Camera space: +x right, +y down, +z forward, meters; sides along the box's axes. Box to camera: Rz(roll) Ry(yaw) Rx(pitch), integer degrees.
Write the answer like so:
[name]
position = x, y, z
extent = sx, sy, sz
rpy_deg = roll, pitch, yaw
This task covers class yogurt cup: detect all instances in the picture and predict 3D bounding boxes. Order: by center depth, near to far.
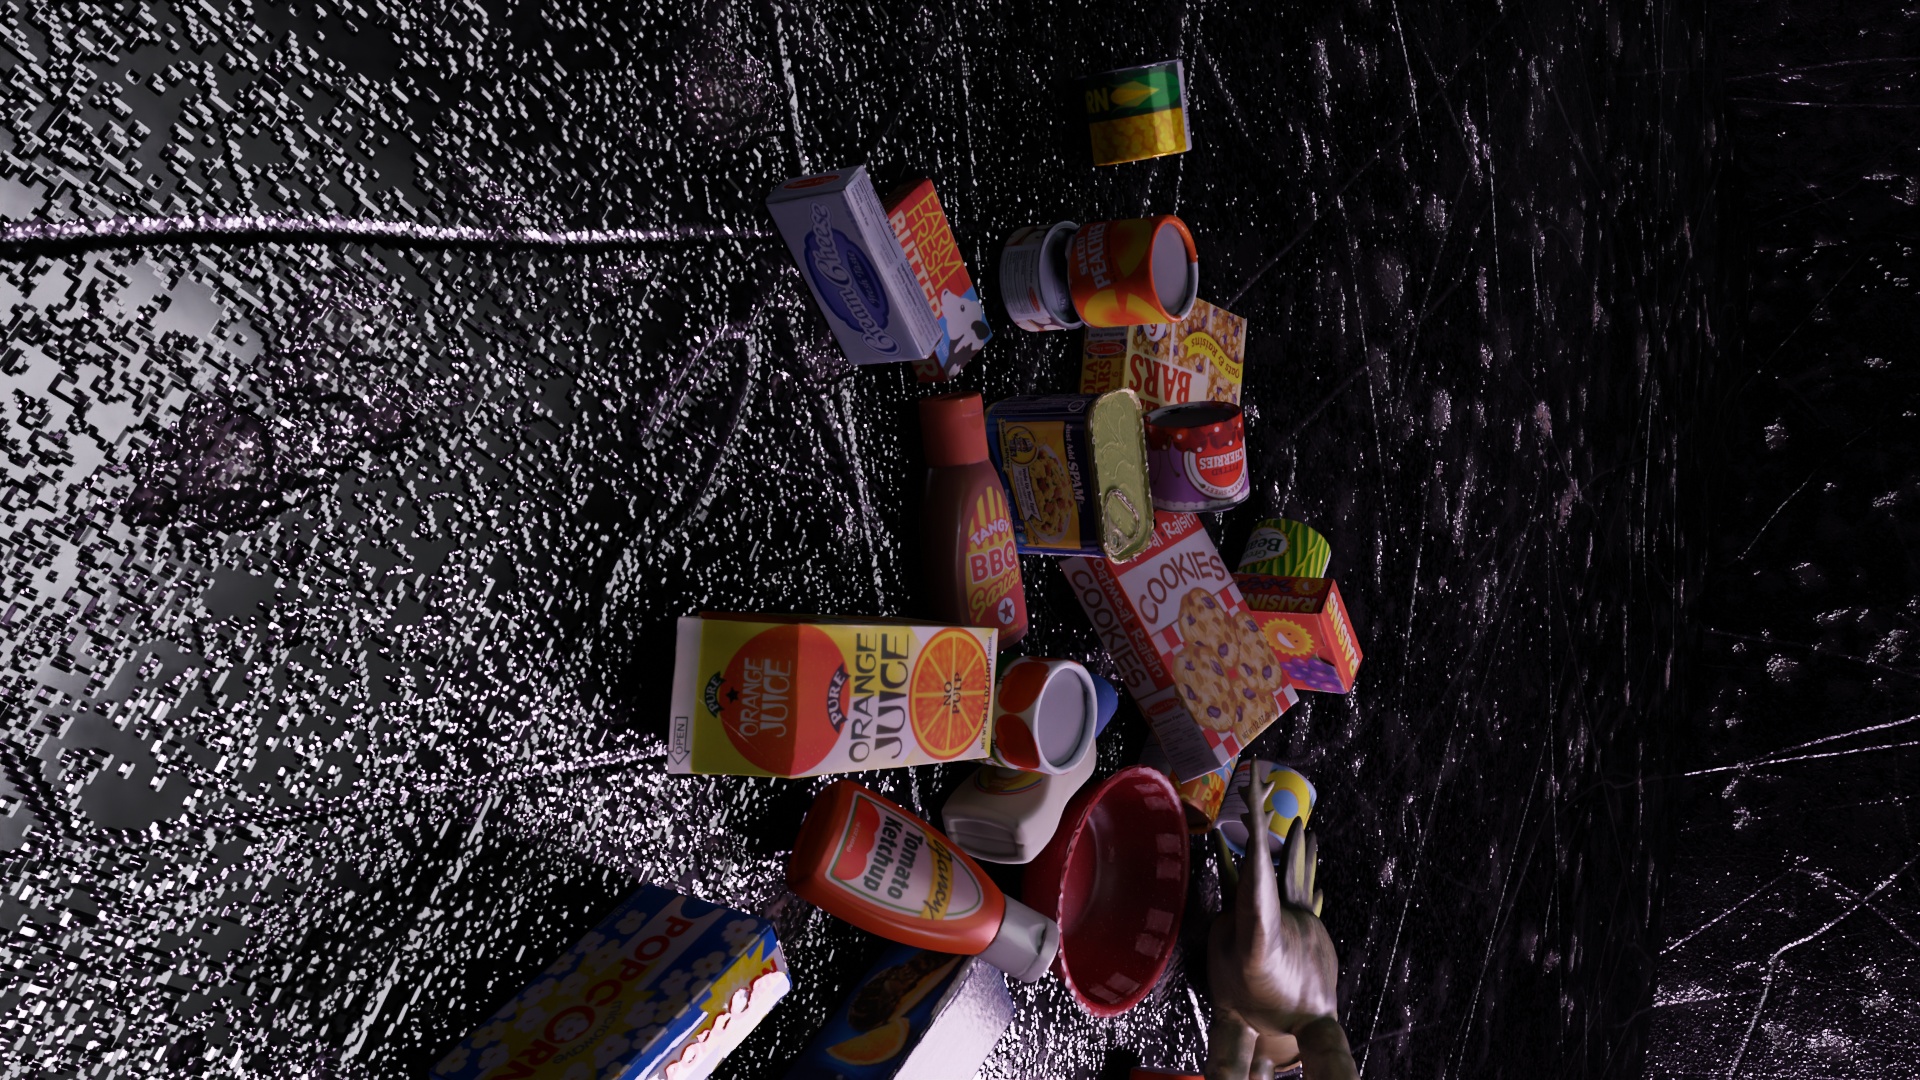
[yogurt cup]
position = 0.147, 0.406, 0.988
extent = 0.072, 0.072, 0.054
rpy_deg = 26, 63, -50

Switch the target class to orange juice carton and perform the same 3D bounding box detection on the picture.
[orange juice carton]
position = -0.068, 0.074, 0.688
extent = 0.193, 0.073, 0.072
rpy_deg = 6, 87, -52

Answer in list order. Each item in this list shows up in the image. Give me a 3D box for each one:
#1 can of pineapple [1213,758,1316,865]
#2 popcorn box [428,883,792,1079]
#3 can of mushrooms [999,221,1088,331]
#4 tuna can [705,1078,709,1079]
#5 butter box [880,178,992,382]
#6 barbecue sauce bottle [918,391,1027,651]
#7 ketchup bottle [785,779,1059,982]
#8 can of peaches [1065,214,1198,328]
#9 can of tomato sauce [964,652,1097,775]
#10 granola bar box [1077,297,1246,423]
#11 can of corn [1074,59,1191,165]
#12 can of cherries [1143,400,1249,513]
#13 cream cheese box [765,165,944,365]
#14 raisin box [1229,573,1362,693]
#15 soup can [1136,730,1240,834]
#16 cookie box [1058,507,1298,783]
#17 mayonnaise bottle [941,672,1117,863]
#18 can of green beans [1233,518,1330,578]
[can of pineapple]
position = 0.241, 0.215, 1.095
extent = 0.058, 0.071, 0.070
rpy_deg = -59, 134, -30
[popcorn box]
position = -0.144, 0.206, 0.586
extent = 0.127, 0.085, 0.038
rpy_deg = -39, 123, -45
[can of mushrooms]
position = 0.057, -0.165, 0.870
extent = 0.071, 0.033, 0.071
rpy_deg = -2, 93, -52
[tuna can]
position = -0.139, 0.251, 0.610
extent = 0.071, 0.071, 0.032
rpy_deg = -45, 127, -41
[butter box]
position = -0.020, -0.145, 0.780
extent = 0.053, 0.024, 0.103
rpy_deg = -51, 130, -38
[barbecue sauce bottle]
position = 0.003, -0.010, 0.800
extent = 0.065, 0.043, 0.148
rpy_deg = -22, 108, -49
[ketchup bottle]
position = -0.017, 0.186, 0.733
extent = 0.149, 0.043, 0.065
rpy_deg = 32, 54, -18
[can of peaches]
position = 0.106, -0.166, 0.857
extent = 0.071, 0.058, 0.071
rpy_deg = -5, 96, -54
[can of tomato sauce]
position = 0.026, 0.099, 0.802
extent = 0.071, 0.083, 0.071
rpy_deg = -3, 94, -52
[granola bar box]
position = 0.143, -0.111, 0.977
extent = 0.166, 0.039, 0.124
rpy_deg = 8, 87, -52
[can of corn]
position = 0.114, -0.281, 0.915
extent = 0.071, 0.071, 0.058
rpy_deg = -28, 114, -48
[can of cherries]
position = 0.155, -0.055, 0.906
extent = 0.072, 0.071, 0.058
rpy_deg = -29, 118, -48
[cream cheese box]
position = -0.053, -0.139, 0.714
extent = 0.024, 0.053, 0.103
rpy_deg = -56, 132, -37
[raisin box]
position = 0.221, 0.066, 1.018
extent = 0.040, 0.123, 0.085
rpy_deg = -57, 133, -34
[soup can]
position = 0.165, 0.159, 0.993
extent = 0.071, 0.071, 0.084
rpy_deg = 51, 54, -40
[cookie box]
position = 0.151, 0.062, 0.941
extent = 0.123, 0.040, 0.167
rpy_deg = -24, 84, -49
[mayonnaise bottle]
position = 0.050, 0.136, 0.854
extent = 0.149, 0.065, 0.041
rpy_deg = -45, 128, -46
[can of green beans]
position = 0.255, 0.024, 1.106
extent = 0.071, 0.071, 0.058
rpy_deg = 53, 52, -39
